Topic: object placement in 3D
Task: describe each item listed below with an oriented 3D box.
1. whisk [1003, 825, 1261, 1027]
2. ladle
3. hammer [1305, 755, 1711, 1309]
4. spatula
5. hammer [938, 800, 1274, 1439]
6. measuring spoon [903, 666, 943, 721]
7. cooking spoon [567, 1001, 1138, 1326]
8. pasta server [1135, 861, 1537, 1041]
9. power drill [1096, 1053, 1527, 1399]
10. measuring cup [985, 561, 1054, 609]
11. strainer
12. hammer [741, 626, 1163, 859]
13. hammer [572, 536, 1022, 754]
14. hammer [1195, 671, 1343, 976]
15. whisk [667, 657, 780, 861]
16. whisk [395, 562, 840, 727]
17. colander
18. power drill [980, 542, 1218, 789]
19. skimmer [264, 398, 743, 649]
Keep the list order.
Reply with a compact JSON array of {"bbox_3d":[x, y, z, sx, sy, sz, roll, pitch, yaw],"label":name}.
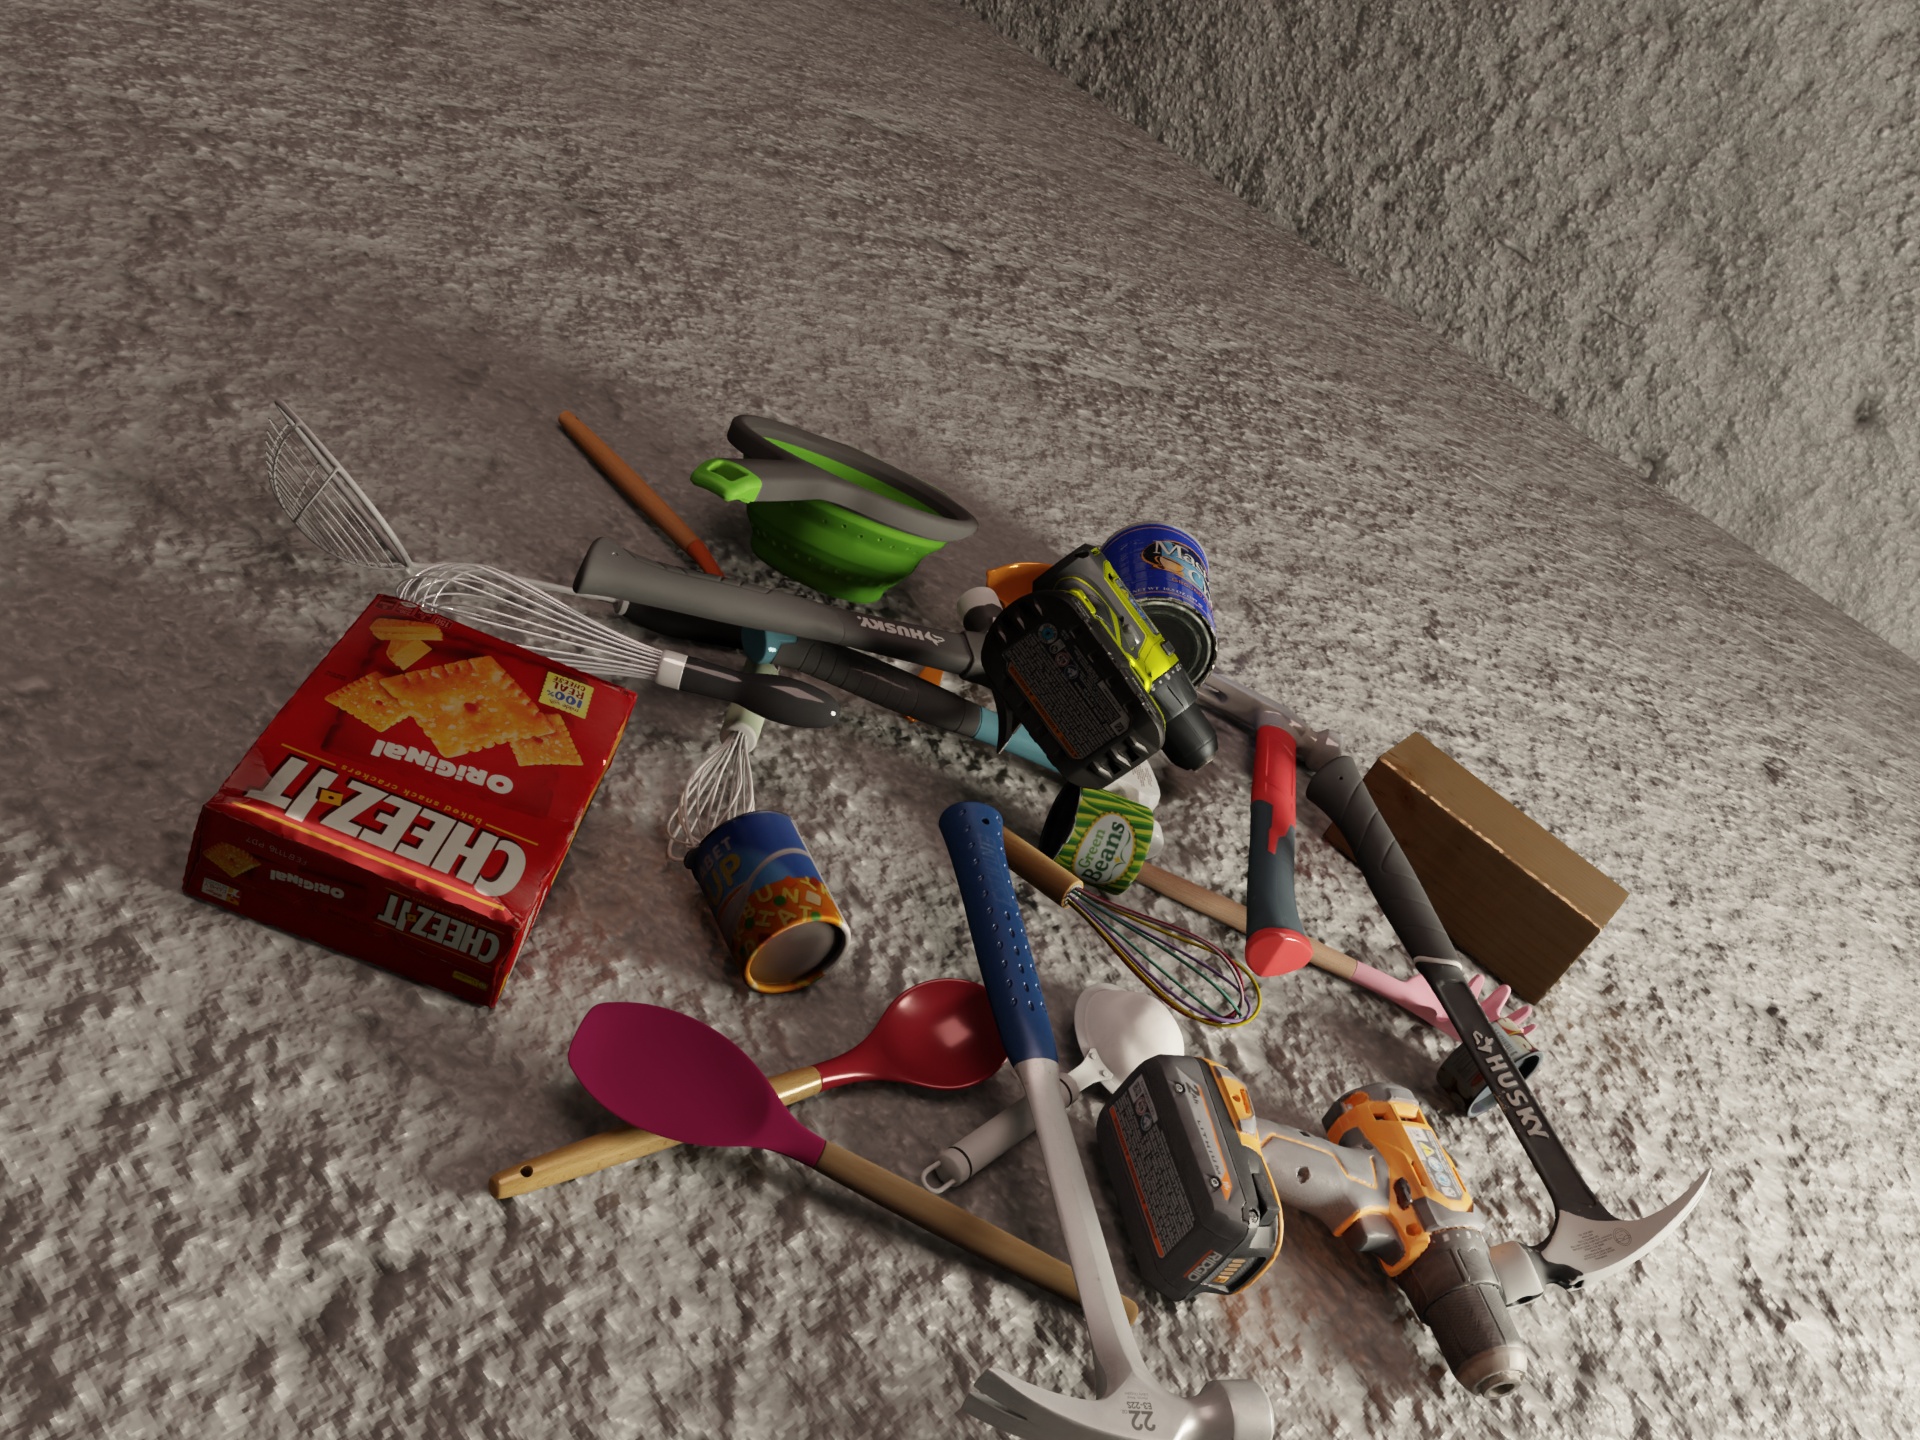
[{"bbox_3d":[0.091,0.123,1.025,0.245,0.047,0.051,34,-9,32],"label":"whisk"},{"bbox_3d":[-0.096,0.193,0.824,0.315,0.031,0.069,-9,51,-42],"label":"ladle"},{"bbox_3d":[0.332,0.176,1.058,0.149,0.036,0.409,-17,48,-3],"label":"hammer"},{"bbox_3d":[-0.211,-0.153,1.215,0.323,0.041,0.081,44,11,26],"label":"spatula"},{"bbox_3d":[0.038,0.194,0.854,0.144,0.035,0.406,9,38,-22],"label":"hammer"},{"bbox_3d":[-0.024,-0.031,1.211,0.021,0.011,0.117,27,32,-1],"label":"measuring spoon"},{"bbox_3d":[-0.049,0.228,0.792,0.319,0.017,0.069,29,41,-8],"label":"cooking spoon"},{"bbox_3d":[0.258,0.160,1.131,0.316,0.040,0.060,25,25,-3],"label":"pasta server"},{"bbox_3d":[0.203,0.280,0.883,0.226,0.084,0.186,15,35,-28],"label":"power drill"},{"bbox_3d":[0.045,-0.068,1.273,0.095,0.052,0.174,18,36,18],"label":"measuring cup"},{"bbox_3d":[0.065,0.210,0.914,0.258,0.050,0.087,-21,71,-47],"label":"strainer"},{"bbox_3d":[-0.002,-0.004,1.137,0.330,0.033,0.128,22,36,-19],"label":"hammer"},{"bbox_3d":[-0.097,-0.063,1.067,0.334,0.035,0.146,12,41,-31],"label":"hammer"},{"bbox_3d":[0.222,0.069,1.201,0.143,0.038,0.386,27,26,0],"label":"hammer"},{"bbox_3d":[-0.145,0.016,1.026,0.057,0.059,0.247,58,18,-24],"label":"whisk"},{"bbox_3d":[-0.213,-0.041,0.999,0.284,0.070,0.070,15,33,-6],"label":"whisk"},{"bbox_3d":[-0.116,-0.141,1.151,0.204,0.094,0.397,27,14,9],"label":"colander"},{"bbox_3d":[0.109,-0.029,1.142,0.190,0.080,0.228,54,20,1],"label":"power drill"},{"bbox_3d":[-0.280,-0.122,1.071,0.363,0.090,0.127,13,3,-27],"label":"skimmer"}]
